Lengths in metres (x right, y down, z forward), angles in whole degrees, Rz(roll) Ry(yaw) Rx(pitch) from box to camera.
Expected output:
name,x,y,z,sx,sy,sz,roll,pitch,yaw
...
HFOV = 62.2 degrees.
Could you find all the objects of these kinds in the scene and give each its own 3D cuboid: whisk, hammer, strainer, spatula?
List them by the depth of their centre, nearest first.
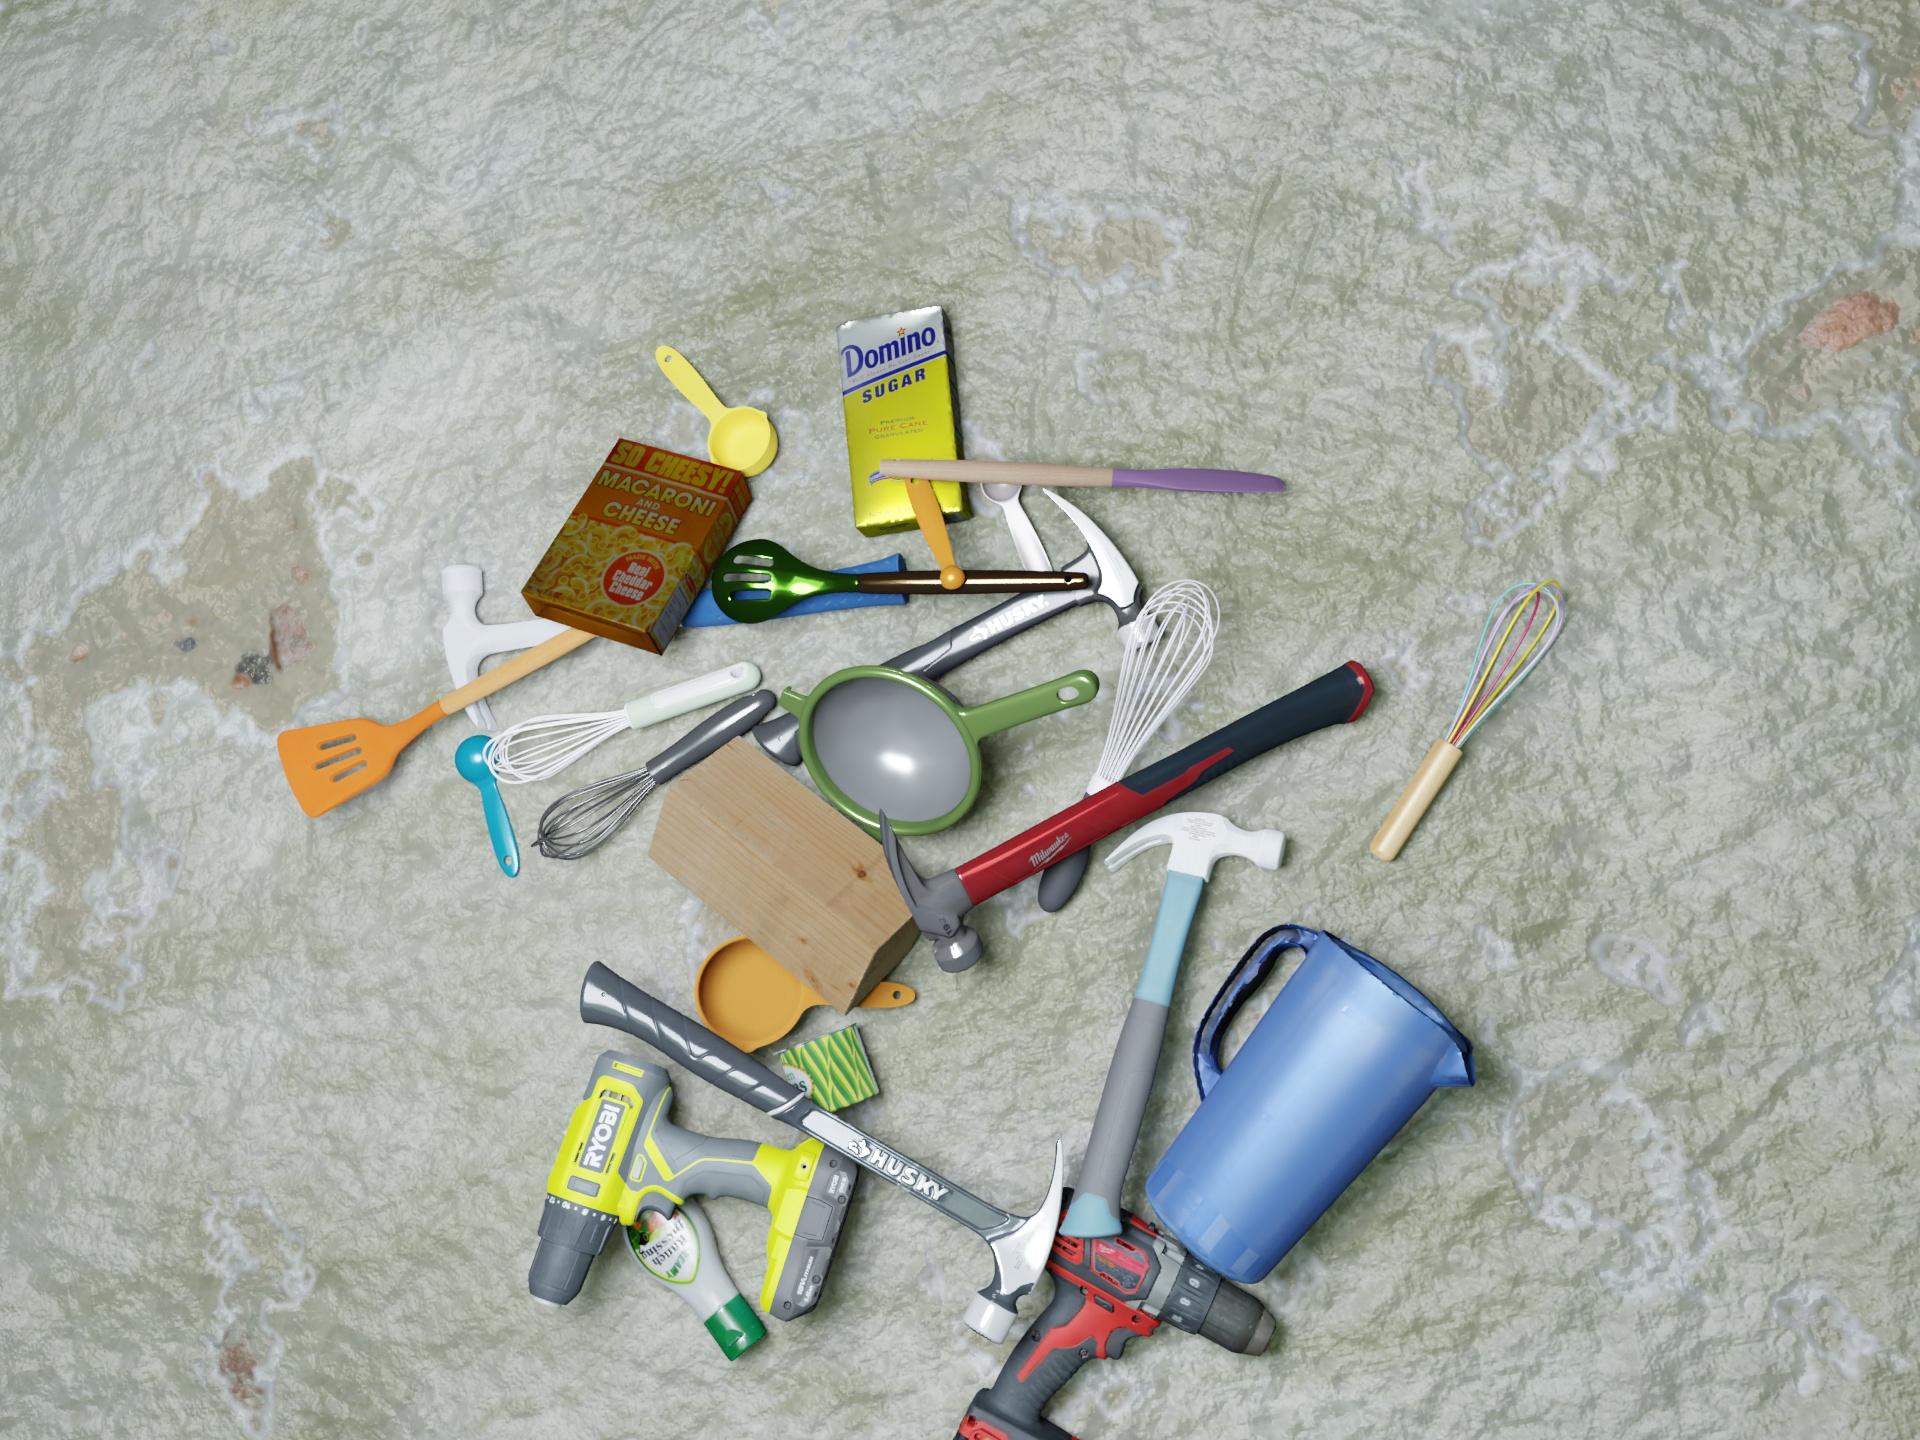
name,x,y,z,sx,sy,sz,roll,pitch,yaw
hammer,0.129,0.043,1.184,0.386,0.038,0.143,-28,119,-4
hammer,0.141,0.225,1.189,0.128,0.033,0.331,13,74,20
hammer,-0.111,0.293,1.192,0.409,0.036,0.149,29,75,9
whisk,0.378,-0.002,1.196,0.051,0.047,0.245,33,94,12
strainer,-0.002,-0.004,1.207,0.256,0.069,0.151,-19,111,30
whisk,0.124,0.023,1.224,0.070,0.070,0.284,26,103,13
spatula,0.094,-0.193,1.250,0.316,0.060,0.018,3,115,3
hammer,-0.018,-0.058,1.280,0.335,0.035,0.146,-27,87,9
whisk,-0.254,0.043,1.317,0.239,0.055,0.055,-33,79,3
spatula,-0.413,-0.023,1.321,0.322,0.041,0.081,-27,78,6
whisk,-0.283,-0.002,1.328,0.246,0.059,0.058,-19,53,5
hammer,-0.243,-0.084,1.333,0.405,0.035,0.144,-7,82,11

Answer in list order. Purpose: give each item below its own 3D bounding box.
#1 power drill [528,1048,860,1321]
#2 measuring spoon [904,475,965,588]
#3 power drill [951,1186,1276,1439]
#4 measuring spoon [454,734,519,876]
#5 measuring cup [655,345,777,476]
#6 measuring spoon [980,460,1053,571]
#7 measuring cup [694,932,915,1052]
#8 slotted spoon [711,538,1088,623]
name,x,y,z,sx,sy,sz,roll,pitch,yaw
power drill,-0.207,0.377,1.223,0.228,0.080,0.191,17,72,3
measuring spoon,-0.022,-0.154,1.247,0.021,0.011,0.117,-20,67,1
power drill,0.110,0.486,1.183,0.188,0.080,0.227,26,87,12
measuring spoon,-0.402,0.072,1.354,0.042,0.021,0.129,-21,79,9
measuring cup,-0.211,-0.266,1.356,0.062,0.029,0.157,-43,66,4
measuring spoon,0.052,-0.152,1.294,0.034,0.018,0.124,-23,87,9
measuring cup,-0.125,0.218,1.274,0.173,0.052,0.095,3,80,-6
slotted spoon,-0.055,-0.111,1.258,0.314,0.031,0.070,1,84,13
